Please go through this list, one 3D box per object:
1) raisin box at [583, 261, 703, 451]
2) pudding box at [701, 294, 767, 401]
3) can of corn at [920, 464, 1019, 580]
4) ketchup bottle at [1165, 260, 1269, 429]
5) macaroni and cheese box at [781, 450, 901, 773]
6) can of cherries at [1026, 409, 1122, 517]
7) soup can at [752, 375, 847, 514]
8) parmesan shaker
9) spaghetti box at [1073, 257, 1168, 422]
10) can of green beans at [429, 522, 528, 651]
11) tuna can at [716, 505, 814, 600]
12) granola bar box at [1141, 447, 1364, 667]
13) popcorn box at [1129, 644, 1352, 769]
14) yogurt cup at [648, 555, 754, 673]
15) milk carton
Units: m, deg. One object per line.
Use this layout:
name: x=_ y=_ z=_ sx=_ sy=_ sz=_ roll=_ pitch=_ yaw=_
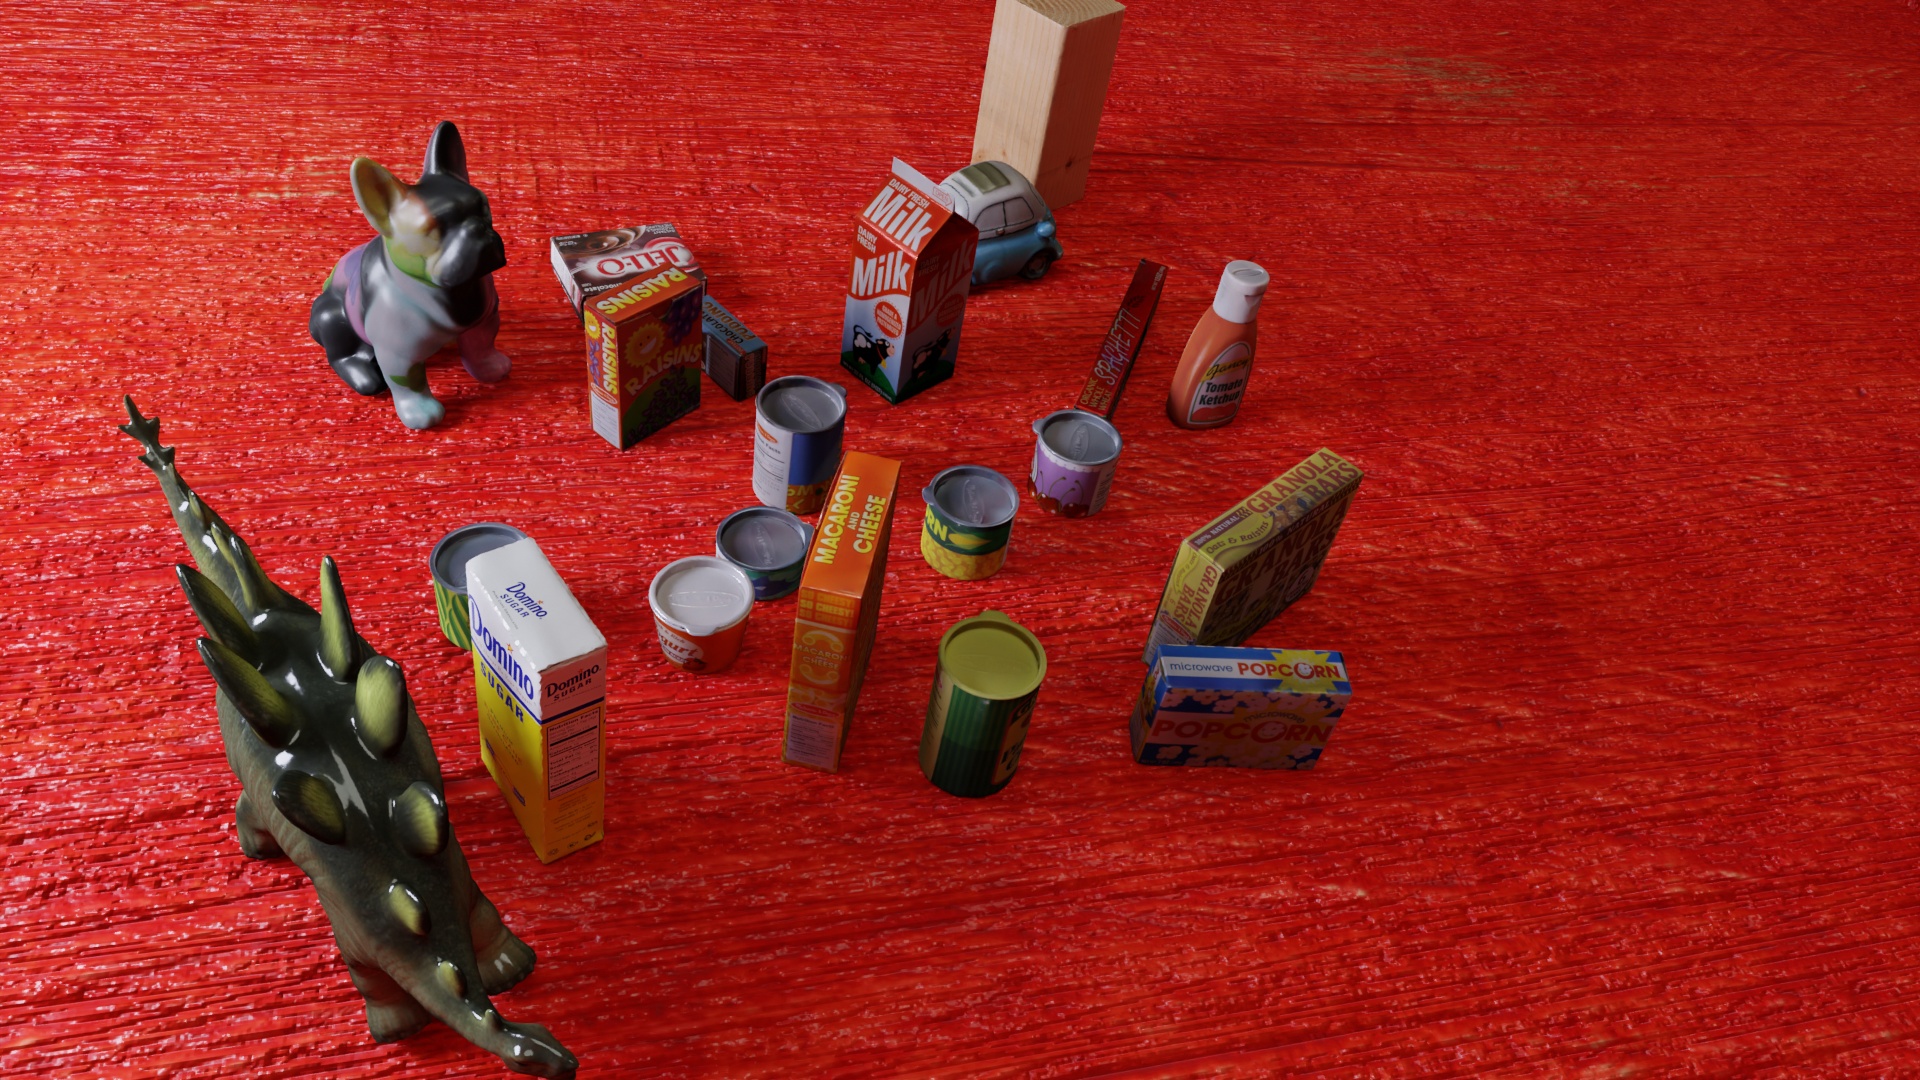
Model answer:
raisin box: x=-0.240 y=-0.140 z=1.058 sx=0.040 sy=0.122 sz=0.086 roll=34 pitch=48 yaw=22
pudding box: x=-0.195 y=-0.159 z=1.140 sx=0.030 sy=0.049 sz=0.084 roll=-29 pitch=57 yaw=-34
can of corn: x=0.004 y=-0.013 z=1.024 sx=0.071 sy=0.058 sz=0.071 roll=6 pitch=44 yaw=-6
ketchup bottle: x=0.218 y=-0.162 z=1.155 sx=0.065 sy=0.148 sz=0.044 roll=-10 pitch=48 yaw=-21
macaroni and cheese box: x=-0.076 y=0.046 z=0.869 sx=0.040 sy=0.165 sz=0.124 roll=12 pitch=44 yaw=1
can of cherries: x=0.086 y=-0.061 z=1.090 sx=0.071 sy=0.058 sz=0.072 roll=6 pitch=44 yaw=-6
soup can: x=-0.119 y=-0.072 z=1.041 sx=0.071 sy=0.083 sz=0.072 roll=6 pitch=44 yaw=-6
parmesan shaker: x=0.013 y=0.104 z=0.873 sx=0.071 sy=0.102 sz=0.072 roll=6 pitch=44 yaw=-6
spaghetti box: x=0.138 y=-0.162 z=1.211 sx=0.029 sy=0.049 sz=0.251 roll=18 pitch=44 yaw=8
can of green beans: x=-0.311 y=0.031 z=0.915 sx=0.071 sy=0.057 sz=0.071 roll=6 pitch=44 yaw=-6
tuna can: x=-0.139 y=0.009 z=0.991 sx=0.071 sy=0.032 sz=0.071 roll=6 pitch=44 yaw=-6
granola bar box: x=0.206 y=0.018 z=0.985 sx=0.166 sy=0.123 sz=0.039 roll=-30 pitch=57 yaw=-35
popcorn box: x=0.182 y=0.110 z=0.914 sx=0.127 sy=0.084 sz=0.038 roll=3 pitch=44 yaw=-9
yogurt cup: x=-0.172 y=0.052 z=0.925 sx=0.072 sy=0.053 sz=0.073 roll=6 pitch=44 yaw=-6
milk carton: x=-0.041 y=-0.211 z=1.124 sx=0.072 sy=0.189 sz=0.074 roll=39 pitch=50 yaw=26
